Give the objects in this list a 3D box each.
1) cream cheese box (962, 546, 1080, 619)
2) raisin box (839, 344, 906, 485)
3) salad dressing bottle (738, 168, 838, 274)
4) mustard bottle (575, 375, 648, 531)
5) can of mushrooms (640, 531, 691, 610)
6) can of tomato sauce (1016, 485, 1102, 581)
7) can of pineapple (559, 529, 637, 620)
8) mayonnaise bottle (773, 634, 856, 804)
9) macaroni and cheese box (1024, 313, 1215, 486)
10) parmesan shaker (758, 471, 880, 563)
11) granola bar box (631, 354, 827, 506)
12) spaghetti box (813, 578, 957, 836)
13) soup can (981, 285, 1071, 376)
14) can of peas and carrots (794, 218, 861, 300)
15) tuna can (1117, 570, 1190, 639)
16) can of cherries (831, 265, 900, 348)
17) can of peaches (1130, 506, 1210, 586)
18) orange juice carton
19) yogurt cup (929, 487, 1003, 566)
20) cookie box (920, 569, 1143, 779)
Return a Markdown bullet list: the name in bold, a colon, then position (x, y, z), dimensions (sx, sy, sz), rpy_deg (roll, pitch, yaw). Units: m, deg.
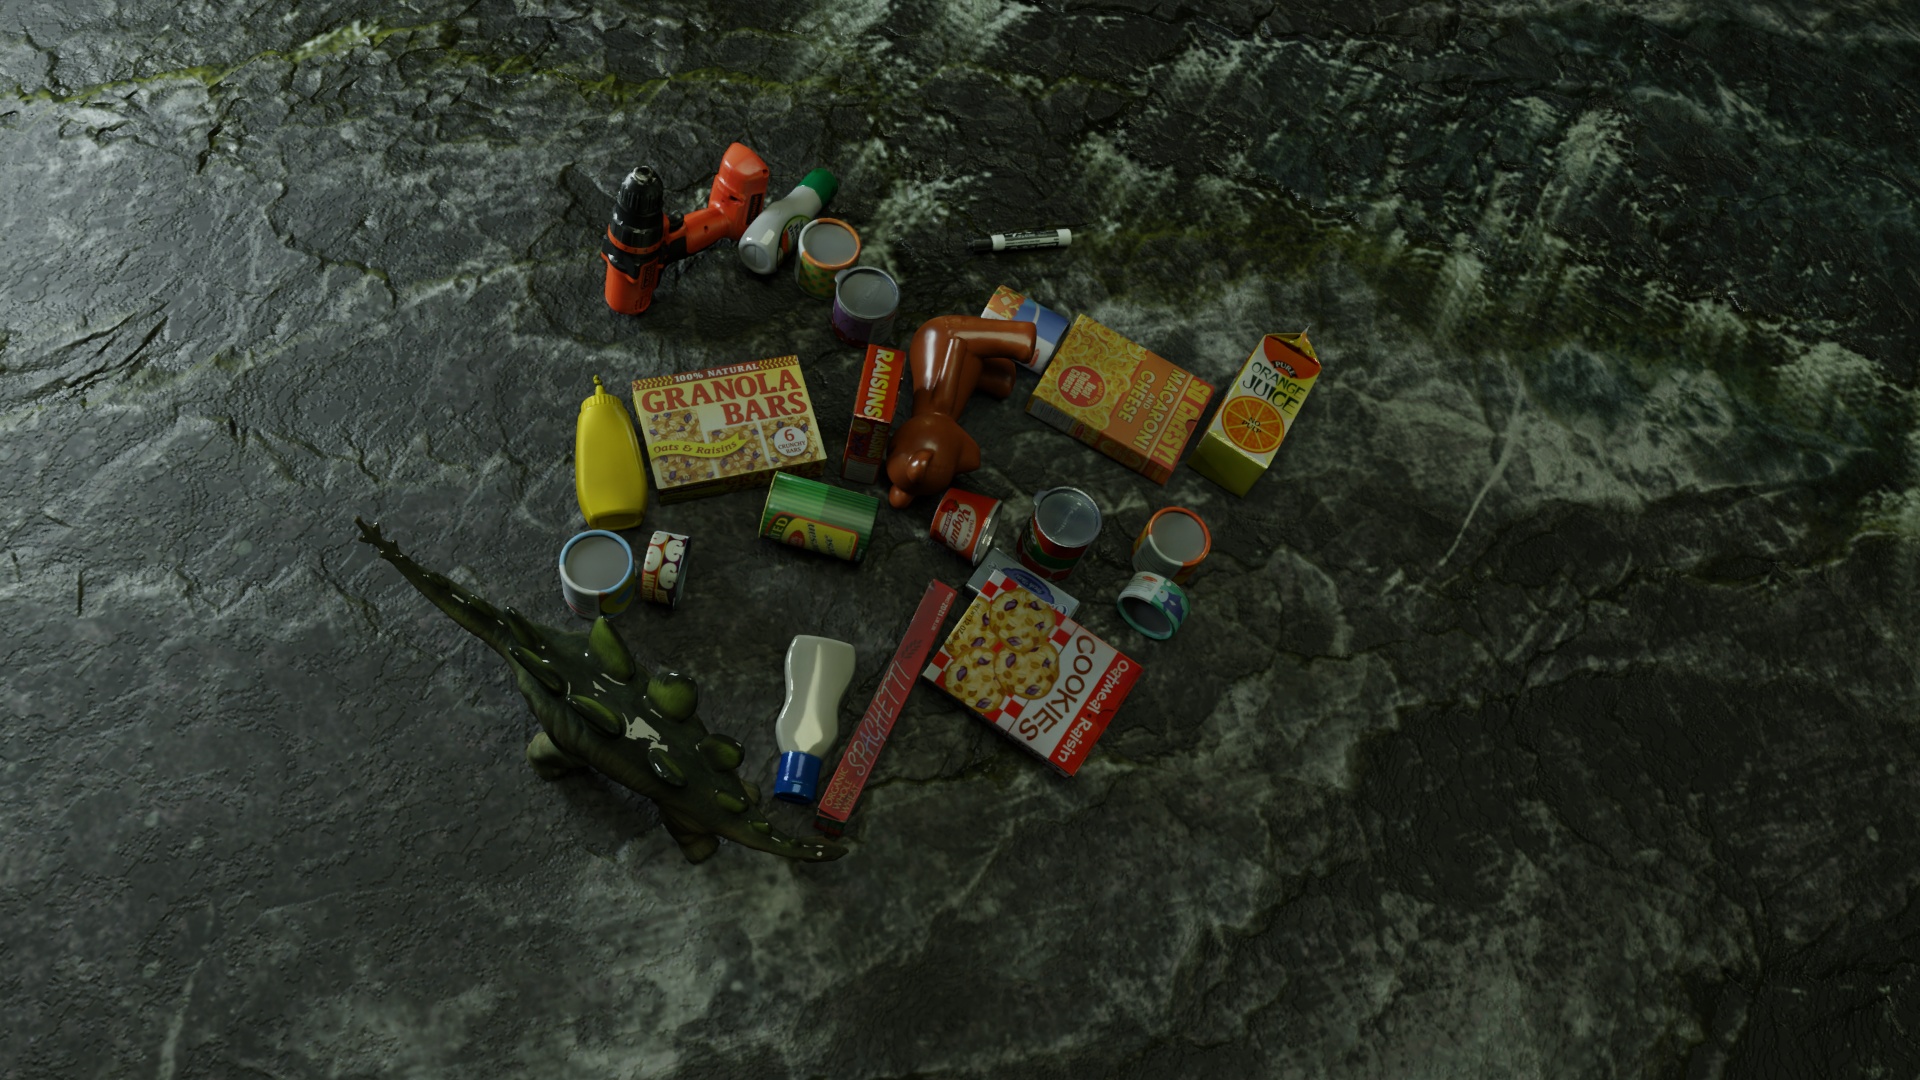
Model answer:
- **cream cheese box**: position (0.059, 0.056, 1.352), dimensions (0.104, 0.024, 0.053), rpy_deg (33, 63, 5)
- **raisin box**: position (-0.086, -0.121, 1.353), dimensions (0.040, 0.122, 0.086), rpy_deg (13, 62, -5)
- **salad dressing bottle**: position (-0.181, -0.344, 1.482), dimensions (0.044, 0.064, 0.148), rpy_deg (24, 53, 11)
- **mustard bottle**: position (-0.336, -0.088, 1.325), dimensions (0.065, 0.048, 0.161), rpy_deg (-5, 65, -15)
- **can of mushrooms**: position (-0.270, 0.028, 1.272), dimensions (0.033, 0.070, 0.071), rpy_deg (12, 62, -6)
- **can of tomato sauce**: position (0.093, -0.006, 1.357), dimensions (0.071, 0.082, 0.071), rpy_deg (5, 63, -10)
- **can of pineapple**: position (-0.328, 0.030, 1.263), dimensions (0.071, 0.057, 0.071), rpy_deg (5, 63, -10)
- **mayonnaise bottle**: position (-0.136, 0.161, 1.249), dimensions (0.065, 0.041, 0.149), rpy_deg (12, 63, -5)
- **macaroni and cheese box**: position (0.170, -0.150, 1.470), dimensions (0.166, 0.040, 0.124), rpy_deg (29, 62, 3)
- **parmesan shaker**: position (-0.133, -0.023, 1.323), dimensions (0.103, 0.071, 0.071), rpy_deg (15, 62, -5)
- **granola bar box**: position (-0.228, -0.110, 1.365), dimensions (0.166, 0.039, 0.124), rpy_deg (-12, 68, -17)
- **spaghetti box**: position (-0.067, 0.150, 1.264), dimensions (0.029, 0.050, 0.251), rpy_deg (25, 62, 2)
- **soup can**: position (0.066, -0.224, 1.471), dimensions (0.084, 0.071, 0.071), rpy_deg (29, 62, 3)
- **can of peas and carrots**: position (-0.138, -0.296, 1.466), dimensions (0.071, 0.058, 0.071), rpy_deg (5, 64, -10)
- **tuna can**: position (0.189, 0.065, 1.354), dimensions (0.071, 0.070, 0.033), rpy_deg (36, 63, 7)
- **can of cherries**: position (-0.101, -0.245, 1.449), dimensions (0.071, 0.058, 0.072), rpy_deg (5, 64, -9)
- **can of peaches**: position (0.212, 0.005, 1.391), dimensions (0.071, 0.057, 0.071), rpy_deg (5, 64, -9)
- **orange juice carton**: position (0.321, -0.147, 1.484), dimensions (0.073, 0.071, 0.193), rpy_deg (32, 62, 4)
- **yogurt cup**: position (0.005, -0.017, 1.356), dimensions (0.054, 0.072, 0.073), rpy_deg (23, 61, 9)
- **cookie box**: position (0.066, 0.125, 1.295), dimensions (0.167, 0.040, 0.123), rpy_deg (34, 76, 5)
